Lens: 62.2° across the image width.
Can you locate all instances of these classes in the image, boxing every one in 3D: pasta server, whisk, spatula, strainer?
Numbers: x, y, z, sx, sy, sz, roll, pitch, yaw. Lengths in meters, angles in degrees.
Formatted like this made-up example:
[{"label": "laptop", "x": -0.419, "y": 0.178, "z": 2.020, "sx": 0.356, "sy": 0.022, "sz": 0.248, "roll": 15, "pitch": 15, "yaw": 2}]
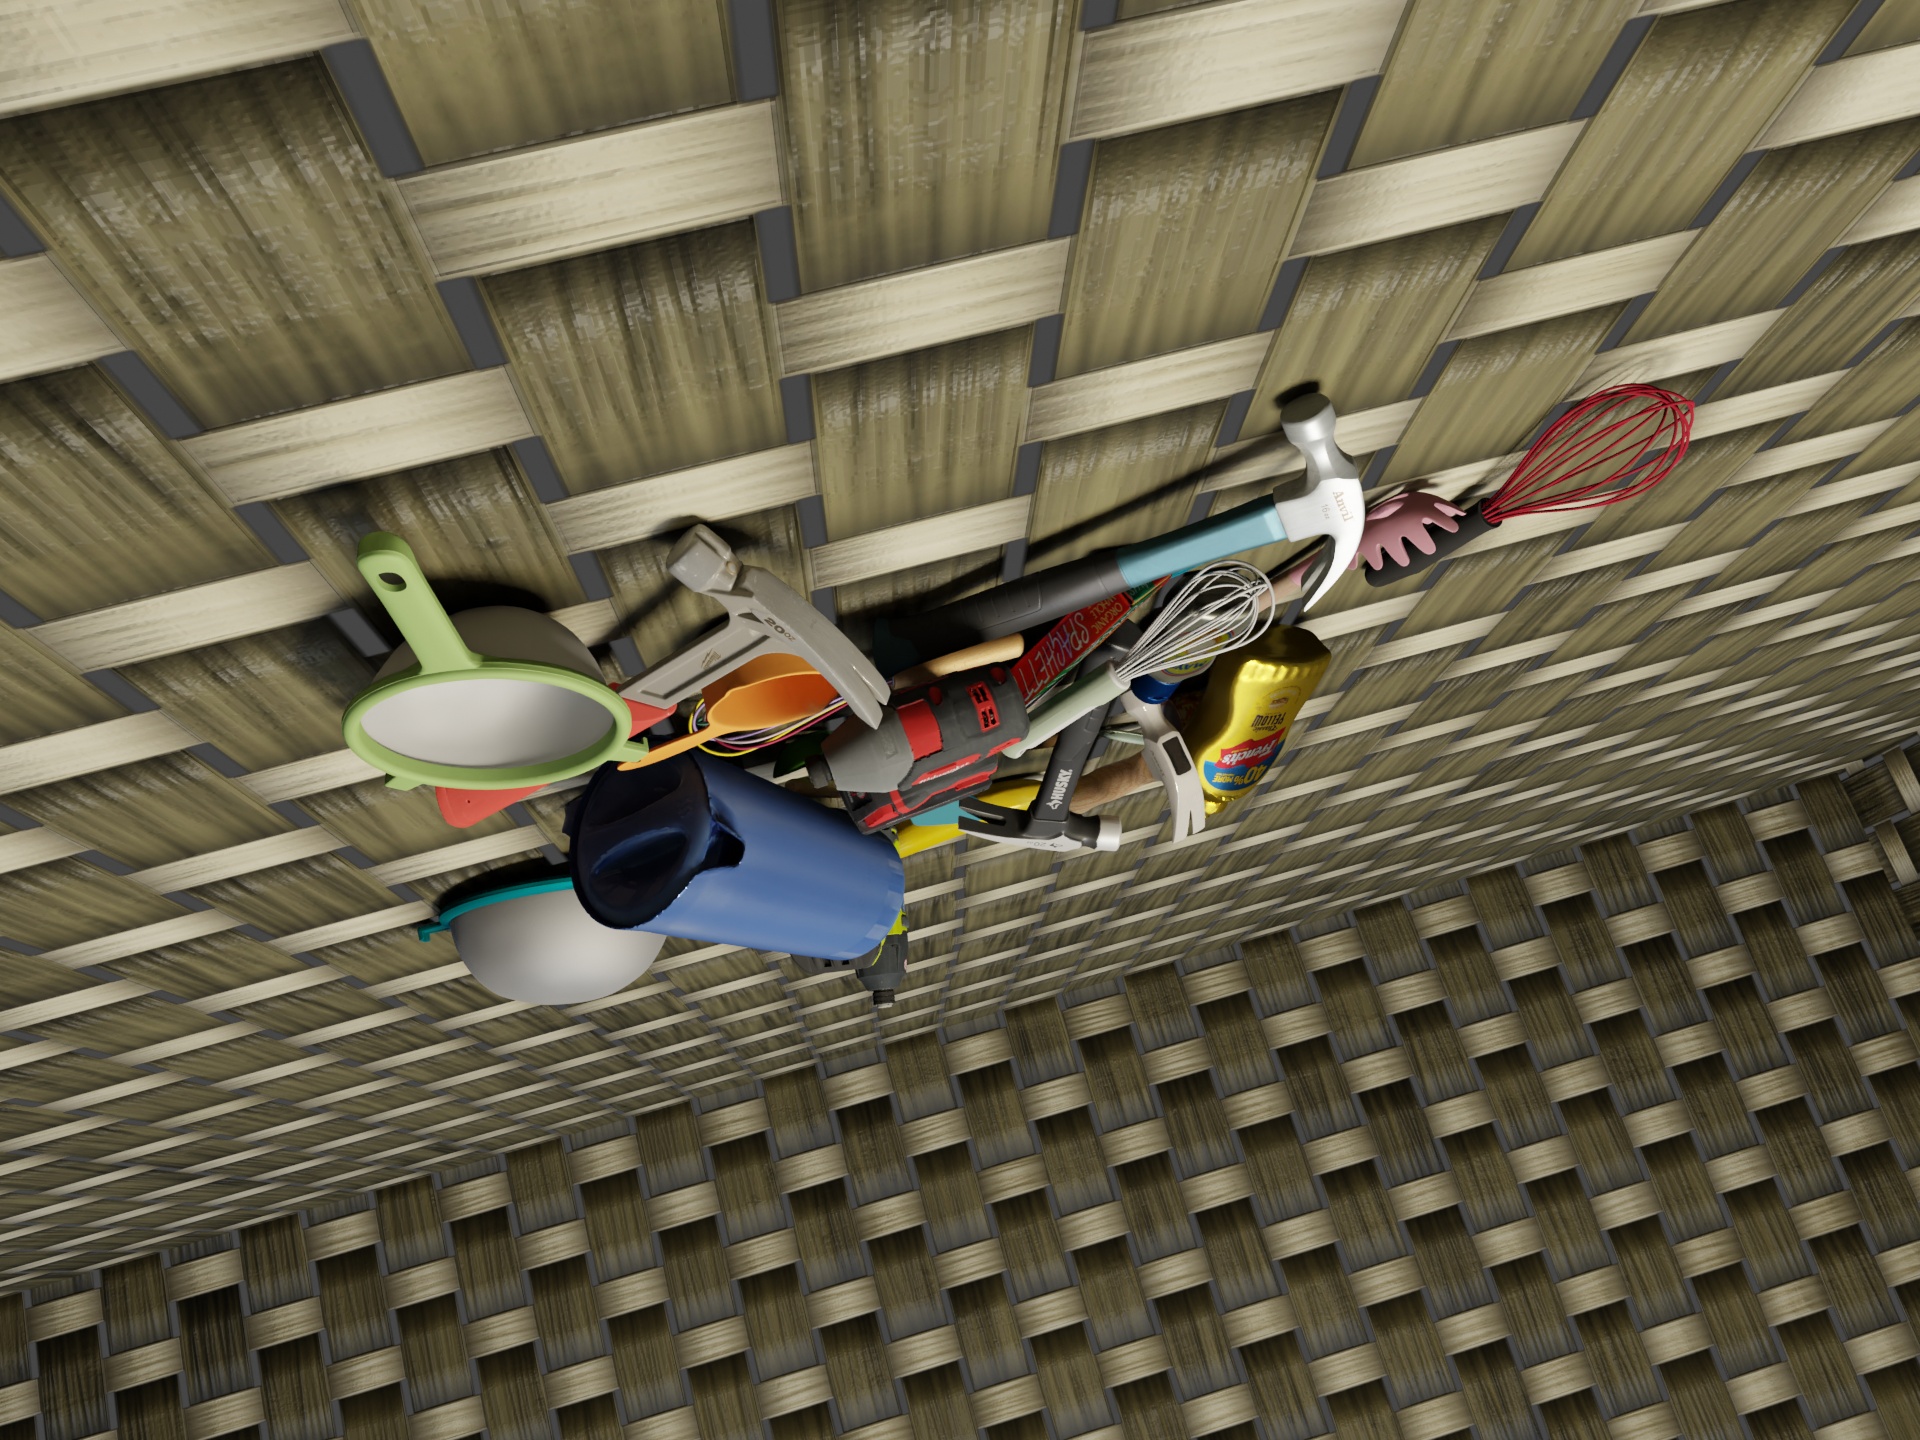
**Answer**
[{"label": "pasta server", "x": 0.235, "y": -0.089, "z": 1.185, "sx": 0.316, "sy": 0.040, "sz": 0.060, "roll": -33, "pitch": -167, "yaw": 47}, {"label": "whisk", "x": 0.118, "y": -0.036, "z": 1.122, "sx": 0.246, "sy": 0.059, "sz": 0.058, "roll": -34, "pitch": 178, "yaw": 33}, {"label": "spatula", "x": -0.065, "y": 0.067, "z": 1.338, "sx": 0.082, "sy": 0.044, "sz": 0.317, "roll": -7, "pitch": 175, "yaw": 22}, {"label": "whisk", "x": 0.383, "y": -0.152, "z": 1.106, "sx": 0.073, "sy": 0.073, "sz": 0.296, "roll": -7, "pitch": 166, "yaw": -29}, {"label": "whisk", "x": -0.069, "y": -0.023, "z": 1.099, "sx": 0.245, "sy": 0.047, "sz": 0.051, "roll": -15, "pitch": 179, "yaw": -18}, {"label": "strainer", "x": -0.260, "y": -0.043, "z": 0.827, "sx": 0.151, "sy": 0.069, "sz": 0.256, "roll": -7, "pitch": 154, "yaw": -3}, {"label": "strainer", "x": -0.303, "y": 0.182, "z": 1.353, "sx": 0.211, "sy": 0.095, "sz": 0.340, "roll": 3, "pitch": 162, "yaw": -42}]

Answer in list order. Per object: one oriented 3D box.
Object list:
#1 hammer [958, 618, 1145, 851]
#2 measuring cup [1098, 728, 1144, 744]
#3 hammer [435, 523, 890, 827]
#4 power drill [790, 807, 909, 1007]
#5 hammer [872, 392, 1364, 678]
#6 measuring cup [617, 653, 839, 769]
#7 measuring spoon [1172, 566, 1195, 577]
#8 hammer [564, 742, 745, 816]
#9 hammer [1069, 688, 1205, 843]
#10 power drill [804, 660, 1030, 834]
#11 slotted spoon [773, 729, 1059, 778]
[{"label": "hammer", "x": 0.086, "y": 0.017, "z": 1.286, "sx": 0.146, "sy": 0.035, "sz": 0.334, "roll": 5, "pitch": 148, "yaw": -5}, {"label": "measuring cup", "x": 0.203, "y": 0.006, "z": 1.472, "sx": 0.167, "sy": 0.038, "sz": 0.083, "roll": 7, "pitch": 158, "yaw": -16}, {"label": "hammer", "x": -0.209, "y": 0.004, "z": 0.973, "sx": 0.359, "sy": 0.037, "sz": 0.149, "roll": -25, "pitch": 123, "yaw": 40}, {"label": "power drill", "x": -0.092, "y": 0.166, "z": 1.411, "sx": 0.080, "sy": 0.171, "sz": 0.223, "roll": -8, "pitch": 167, "yaw": 8}, {"label": "hammer", "x": 0.089, "y": -0.091, "z": 0.990, "sx": 0.331, "sy": 0.033, "sz": 0.128, "roll": -17, "pitch": 127, "yaw": 22}, {"label": "measuring cup", "x": -0.157, "y": -0.019, "z": 1.015, "sx": 0.173, "sy": 0.052, "sz": 0.095, "roll": -23, "pitch": 162, "yaw": 24}, {"label": "measuring spoon", "x": 0.137, "y": -0.106, "z": 1.086, "sx": 0.042, "sy": 0.021, "sz": 0.128, "roll": -17, "pitch": 177, "yaw": -44}, {"label": "hammer", "x": -0.195, "y": 0.099, "z": 1.369, "sx": 0.149, "sy": 0.036, "sz": 0.408, "roll": -18, "pitch": 163, "yaw": 8}, {"label": "hammer", "x": 0.144, "y": 0.054, "z": 1.427, "sx": 0.031, "sy": 0.130, "sz": 0.331, "roll": -25, "pitch": 176, "yaw": -13}, {"label": "power drill", "x": -0.035, "y": 0.020, "z": 1.083, "sx": 0.143, "sy": 0.078, "sz": 0.219, "roll": -21, "pitch": 174, "yaw": -7}, {"label": "slotted spoon", "x": -0.025, "y": 0.021, "z": 1.303, "sx": 0.313, "sy": 0.031, "sz": 0.070, "roll": -2, "pitch": 163, "yaw": -44}]
